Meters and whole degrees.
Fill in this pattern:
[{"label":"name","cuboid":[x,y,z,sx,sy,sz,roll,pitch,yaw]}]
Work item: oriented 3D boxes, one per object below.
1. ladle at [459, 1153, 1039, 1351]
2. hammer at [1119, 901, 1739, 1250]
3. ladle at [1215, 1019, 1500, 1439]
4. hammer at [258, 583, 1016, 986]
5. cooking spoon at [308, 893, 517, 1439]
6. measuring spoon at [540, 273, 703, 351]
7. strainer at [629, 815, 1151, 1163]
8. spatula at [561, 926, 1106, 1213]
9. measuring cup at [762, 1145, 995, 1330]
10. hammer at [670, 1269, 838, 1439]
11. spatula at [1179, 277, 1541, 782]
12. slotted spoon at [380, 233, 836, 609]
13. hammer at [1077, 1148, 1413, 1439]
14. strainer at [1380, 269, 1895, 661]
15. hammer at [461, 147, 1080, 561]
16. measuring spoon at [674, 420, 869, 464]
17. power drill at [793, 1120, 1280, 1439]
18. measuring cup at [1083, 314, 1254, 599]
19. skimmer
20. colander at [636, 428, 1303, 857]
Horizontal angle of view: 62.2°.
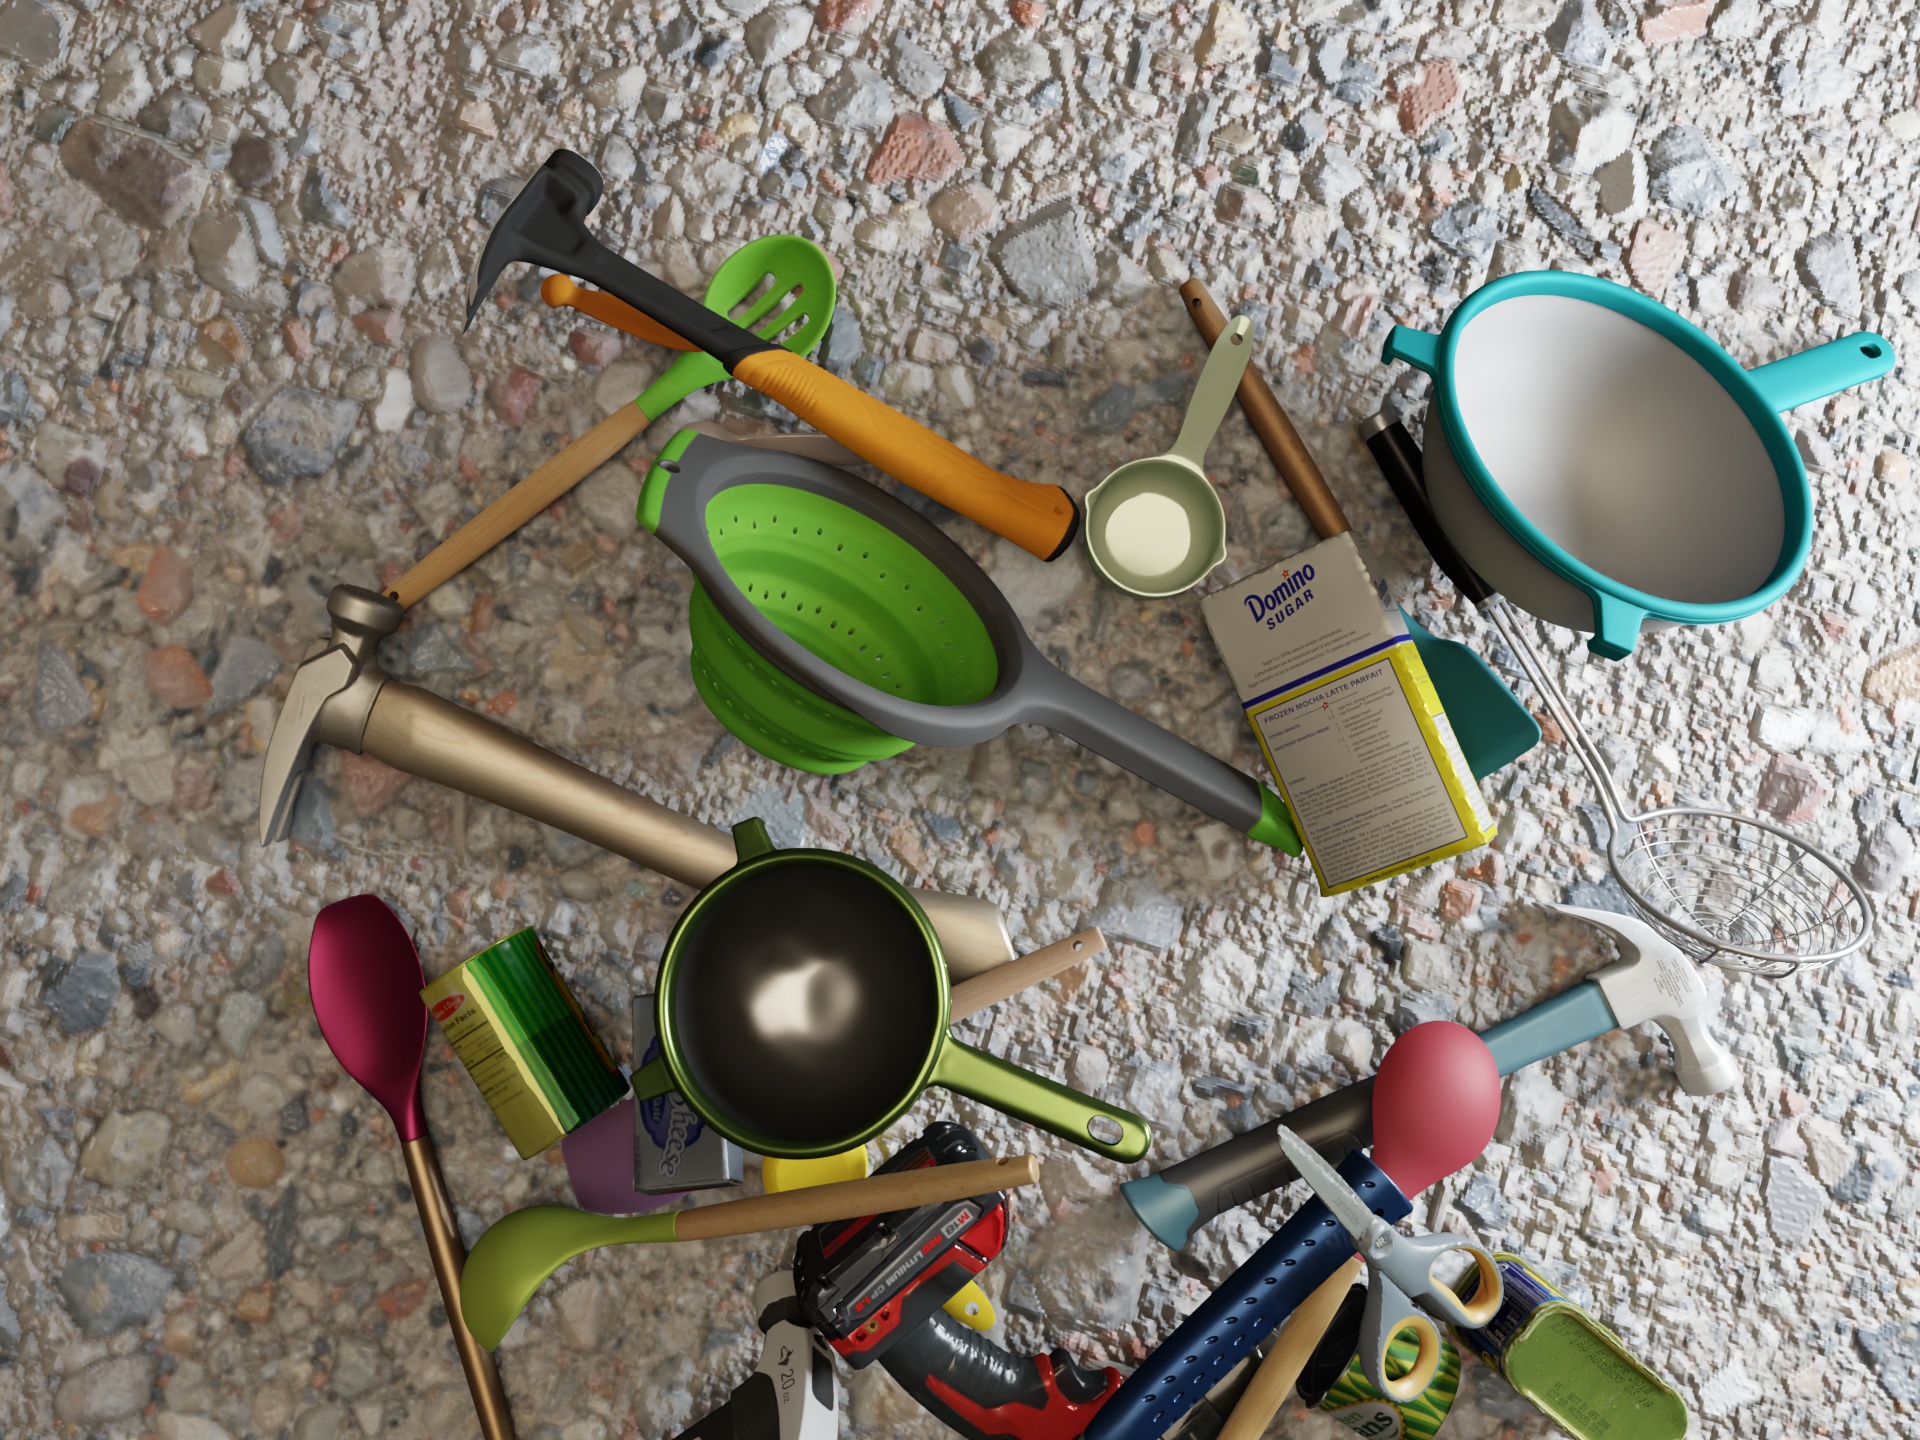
[{"label":"ladle","cuboid":[-0.109,0.254,0.780,0.320,0.078,0.062,-15,106,18]},{"label":"hammer","cuboid":[0.244,0.201,0.856,0.331,0.033,0.128,-24,88,-2]},{"label":"ladle","cuboid":[0.183,0.292,0.807,0.069,0.031,0.315,34,83,1]},{"label":"hammer","cuboid":[-0.168,0.070,0.854,0.410,0.038,0.146,22,94,-1]},{"label":"cooking spoon","cuboid":[-0.285,0.248,0.850,0.069,0.017,0.319,-18,87,11]},{"label":"measuring spoon","cuboid":[-0.184,-0.224,0.872,0.117,0.011,0.021,22,80,19]},{"label":"strainer","cuboid":[-0.025,0.160,0.793,0.256,0.069,0.151,20,84,12]},{"label":"spatula","cuboid":[-0.067,0.182,0.840,0.316,0.018,0.060,-26,72,5]},{"label":"measuring cup","cuboid":[-0.041,0.272,0.847,0.156,0.029,0.062,41,86,4]},{"label":"hammer","cuboid":[-0.203,0.419,0.796,0.335,0.146,0.035,-34,119,5]},{"label":"spatula","cuboid":[0.202,-0.108,0.871,0.082,0.044,0.317,-32,84,26]},{"label":"slotted spoon","cuboid":[-0.197,-0.157,0.878,0.314,0.031,0.070,-38,87,-1]},{"label":"hammer","cuboid":[0.056,0.357,0.765,0.405,0.035,0.144,-43,102,-5]},{"label":"strainer","cuboid":[0.369,-0.141,0.848,0.340,0.095,0.211,-20,71,-28]},{"label":"hammer","cuboid":[-0.087,-0.171,0.831,0.336,0.034,0.127,28,50,-13]},{"label":"measuring spoon","cuboid":[-0.097,-0.146,0.875,0.124,0.034,0.018,0,47,-5]},{"label":"power drill","cuboid":[0.043,0.315,0.815,0.188,0.080,0.226,-39,98,-6]},{"label":"measuring cup","cuboid":[0.123,-0.144,0.877,0.083,0.038,0.167,24,84,1]},{"label":"skimmer","cuboid":[0.338,-0.026,0.846,0.127,0.090,0.363,-26,83,-38]},{"label":"colander","cuboid":[-0.001,-0.003,0.835,0.397,0.205,0.094,28,121,-14]}]
